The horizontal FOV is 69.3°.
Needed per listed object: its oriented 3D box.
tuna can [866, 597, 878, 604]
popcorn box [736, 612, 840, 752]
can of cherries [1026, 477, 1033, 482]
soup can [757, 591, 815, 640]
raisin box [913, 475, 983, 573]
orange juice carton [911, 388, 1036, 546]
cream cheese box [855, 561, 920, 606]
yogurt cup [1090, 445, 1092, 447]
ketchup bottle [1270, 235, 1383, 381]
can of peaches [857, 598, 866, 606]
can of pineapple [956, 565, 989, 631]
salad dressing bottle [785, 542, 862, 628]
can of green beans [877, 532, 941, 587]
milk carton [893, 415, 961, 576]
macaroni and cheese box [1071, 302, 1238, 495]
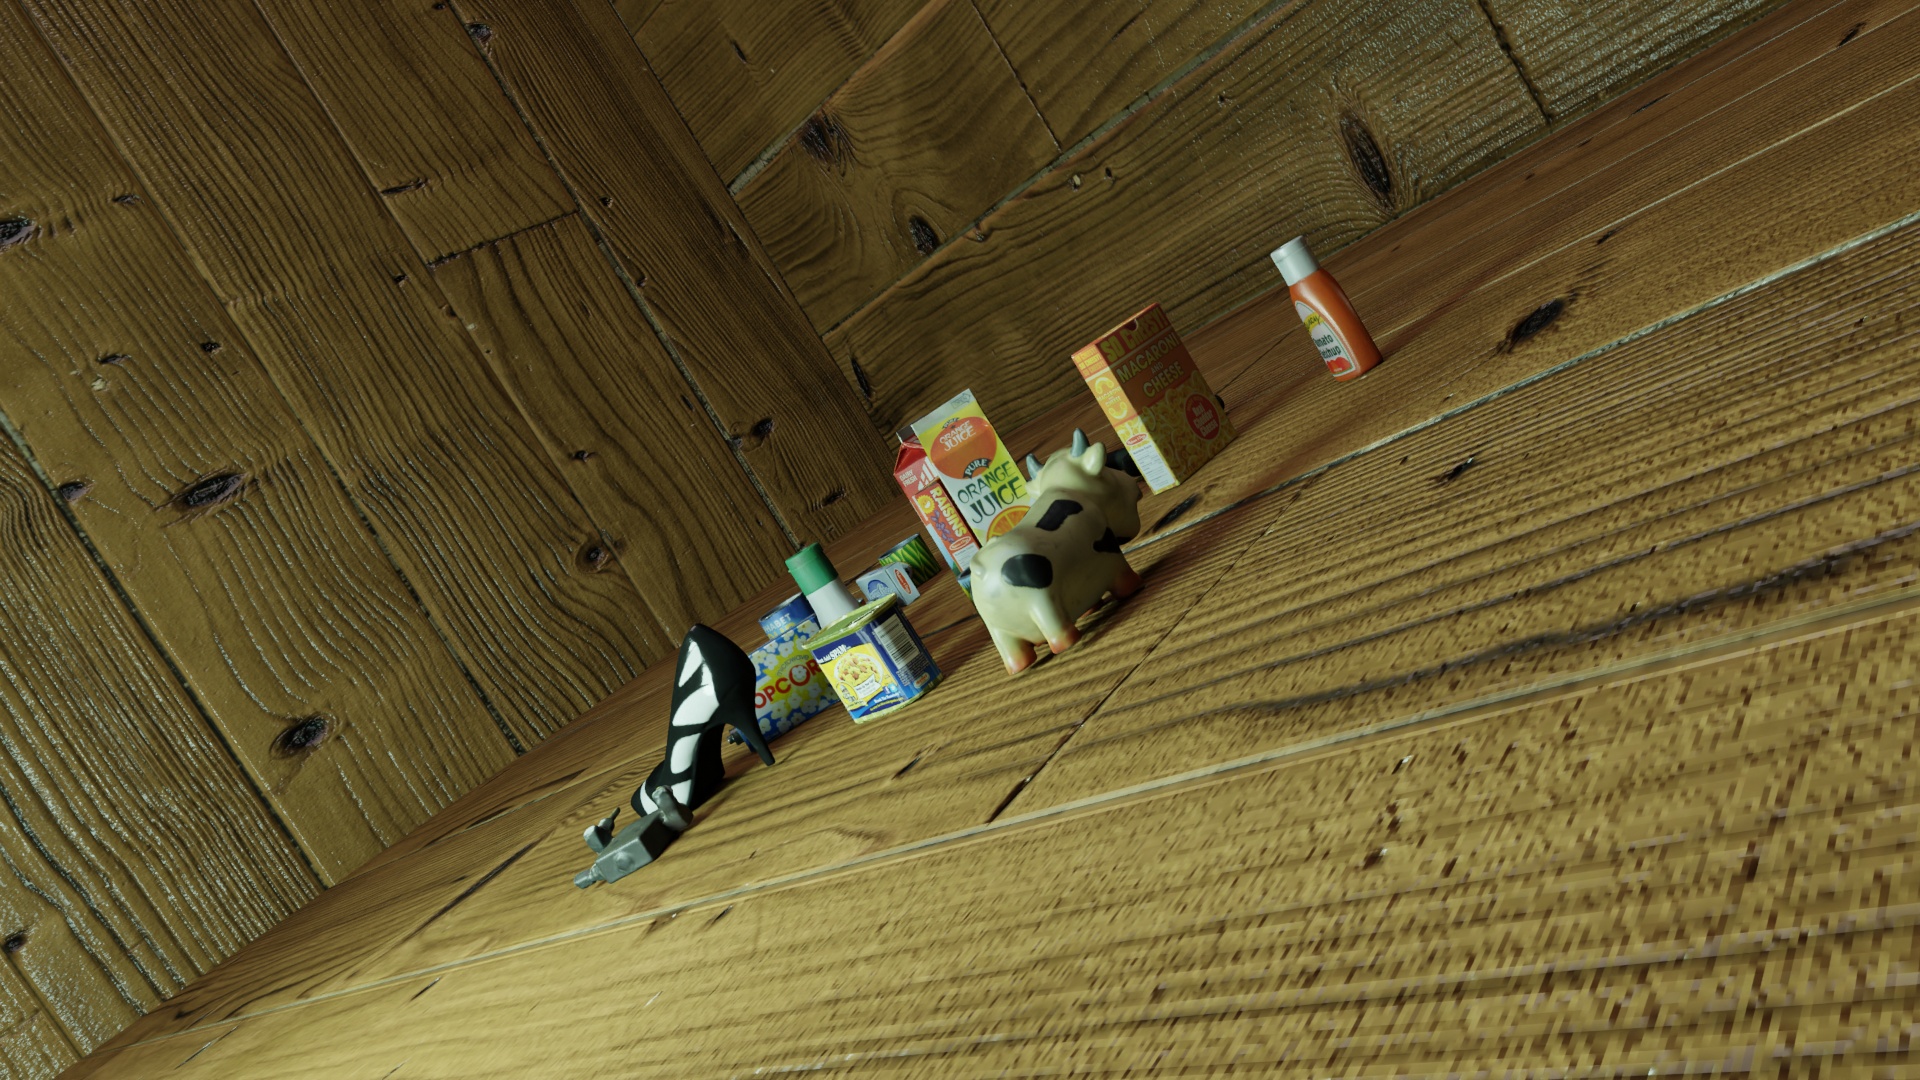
[{"bbox_3d":[-0.121,0.101,1.682,0.071,0.033,0.071,-31,6,4],"label":"tuna can"},{"bbox_3d":[-0.173,0.139,1.372,0.127,0.085,0.038,-31,5,3],"label":"popcorn box"},{"bbox_3d":[0.083,-0.039,1.670,0.071,0.058,0.071,-31,6,4],"label":"can of cherries"},{"bbox_3d":[-0.202,0.117,1.717,0.071,0.083,0.071,-31,6,4],"label":"soup can"},{"bbox_3d":[0.006,-0.020,1.588,0.040,0.123,0.086,-29,6,26],"label":"raisin box"},{"bbox_3d":[0.030,-0.053,1.401,0.072,0.192,0.073,-32,5,4],"label":"orange juice carton"},{"bbox_3d":[-0.093,0.061,1.769,0.024,0.053,0.103,-35,6,-27],"label":"cream cheese box"},{"bbox_3d":[0.145,-0.074,1.663,0.072,0.054,0.072,-31,6,4],"label":"yogurt cup"},{"bbox_3d":[0.363,-0.232,1.388,0.043,0.148,0.064,-33,5,-10],"label":"ketchup bottle"},{"bbox_3d":[-0.118,0.103,1.518,0.071,0.058,0.071,-31,6,4],"label":"can of peaches"},{"bbox_3d":[0.039,0.041,1.230,0.071,0.058,0.071,-31,6,4],"label":"can of pineapple"},{"bbox_3d":[-0.109,0.072,1.288,0.044,0.147,0.064,-32,5,0],"label":"salad dressing bottle"},{"bbox_3d":[-0.068,0.031,1.863,0.071,0.058,0.071,-31,6,4],"label":"can of green beans"},{"bbox_3d":[-0.013,-0.061,1.695,0.073,0.190,0.073,-28,6,33],"label":"milk carton"},{"bbox_3d":[0.202,-0.148,1.429,0.124,0.166,0.040,-37,7,-40],"label":"macaroni and cheese box"}]
